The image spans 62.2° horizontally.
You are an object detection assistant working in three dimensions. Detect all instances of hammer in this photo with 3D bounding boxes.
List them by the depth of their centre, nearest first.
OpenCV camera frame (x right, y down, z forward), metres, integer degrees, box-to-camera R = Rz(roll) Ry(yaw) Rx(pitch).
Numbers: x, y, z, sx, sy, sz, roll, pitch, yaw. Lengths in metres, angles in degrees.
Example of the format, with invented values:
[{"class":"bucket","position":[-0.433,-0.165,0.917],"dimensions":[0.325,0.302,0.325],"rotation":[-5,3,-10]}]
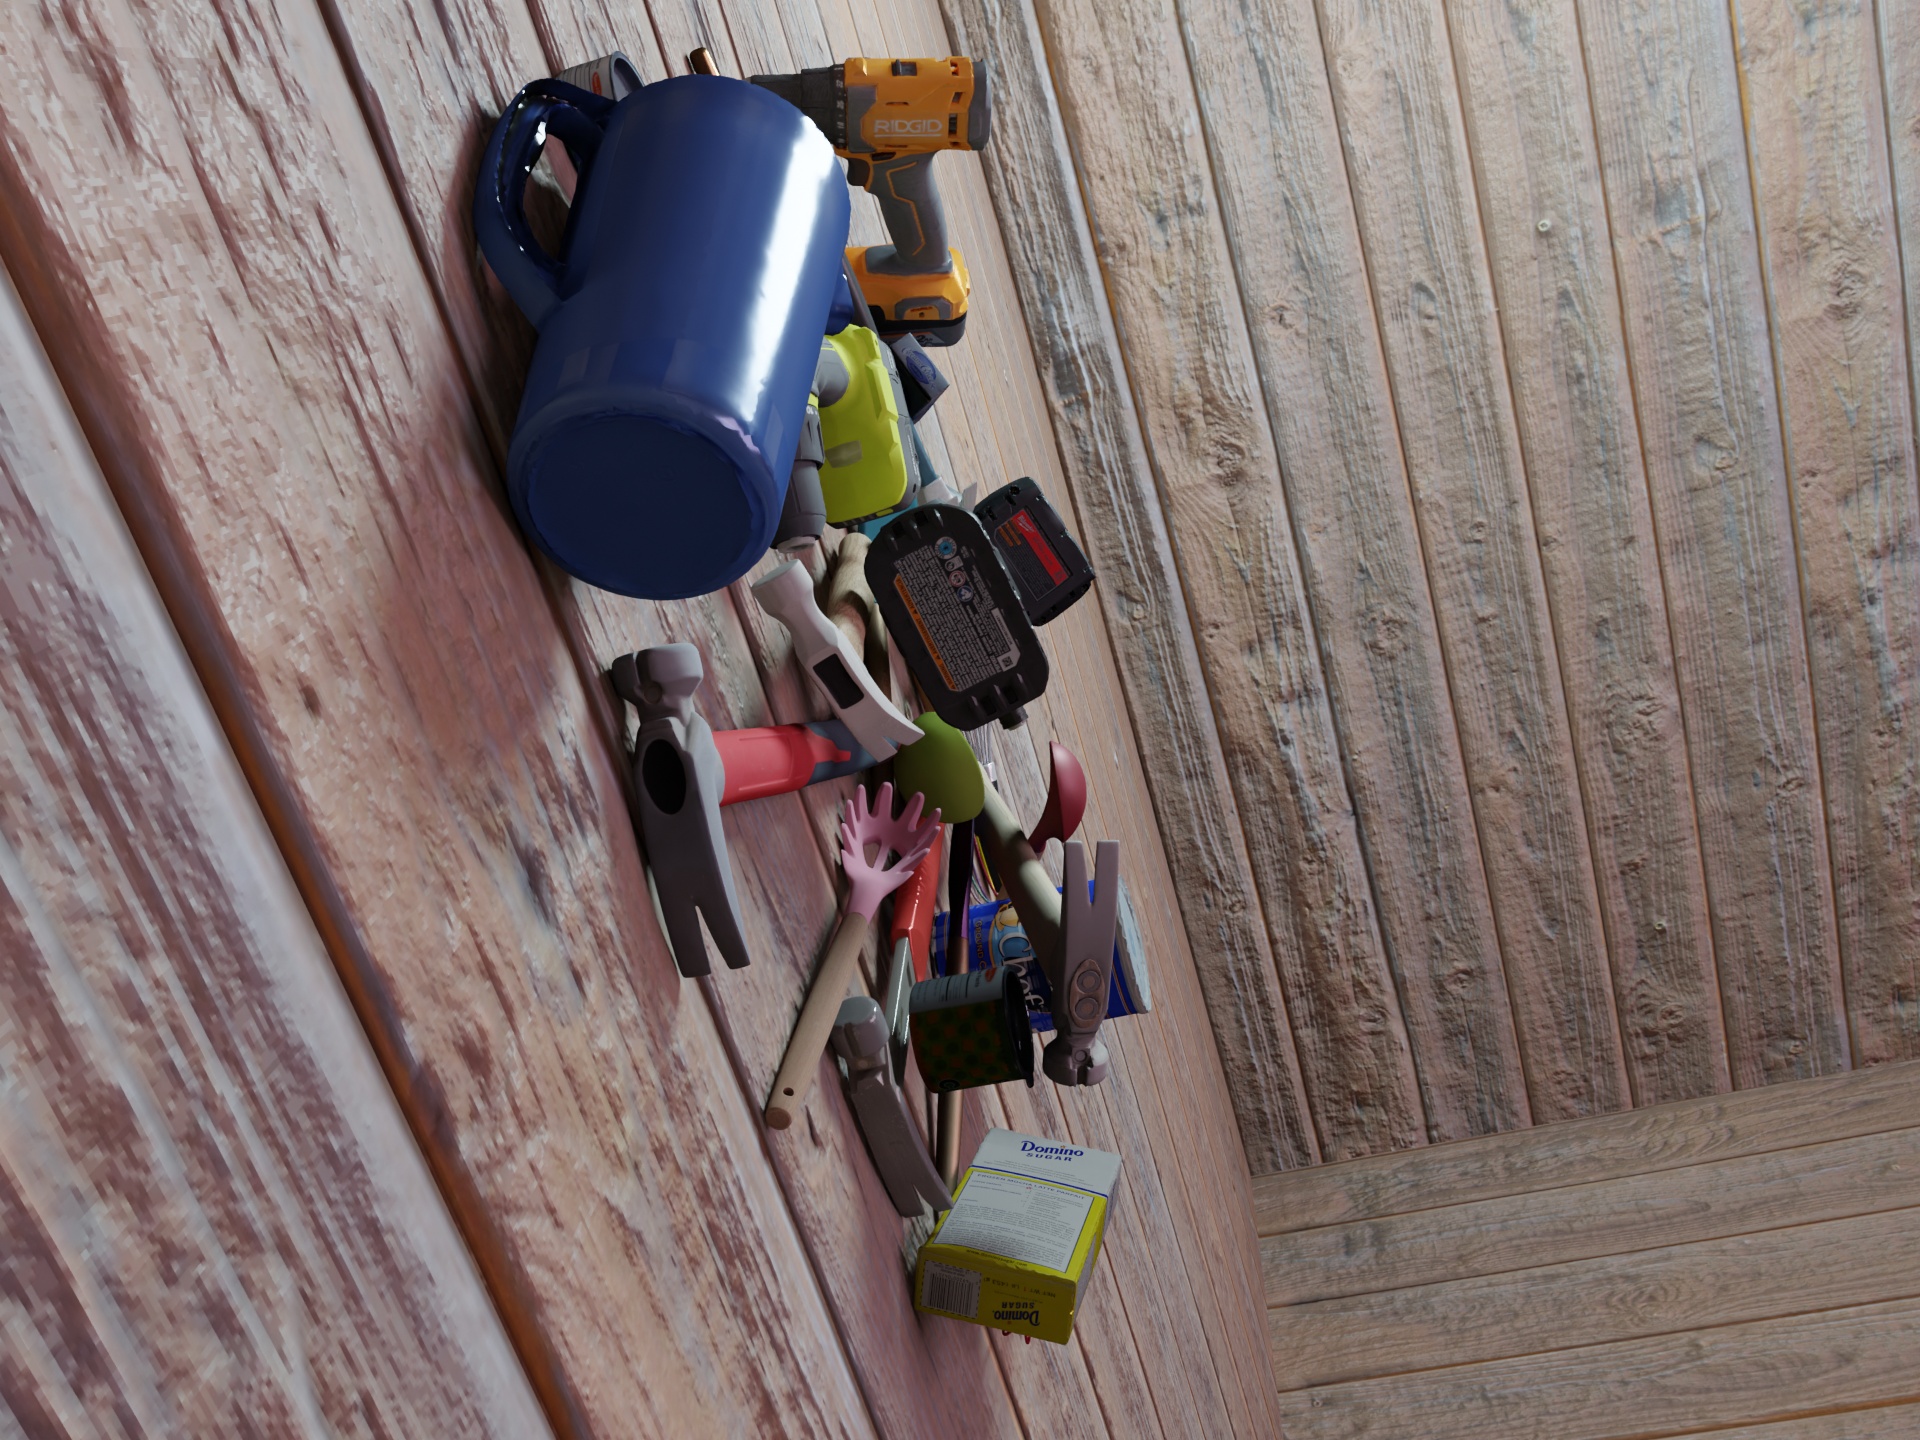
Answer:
[{"class":"hammer","position":[-0.087,0.034,0.859],"dimensions":[0.386,0.038,0.143],"rotation":[-7,85,-79]},{"class":"hammer","position":[-0.068,-0.068,0.990],"dimensions":[0.130,0.031,0.331],"rotation":[59,8,-15]},{"class":"hammer","position":[-0.029,0.142,1.034],"dimensions":[0.359,0.037,0.149],"rotation":[-83,157,-61]},{"class":"hammer","position":[0.039,0.089,1.089],"dimensions":[0.411,0.038,0.146],"rotation":[-123,-146,-72]},{"class":"hammer","position":[-0.070,-0.277,1.214],"dimensions":[0.128,0.033,0.330],"rotation":[36,-22,47]}]

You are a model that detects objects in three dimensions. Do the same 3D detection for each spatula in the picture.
[{"class":"spatula","position":[-0.003,0.175,1.091],"dimensions":[0.059,0.018,0.316],"rotation":[116,-19,-51]},{"class":"spatula","position":[-0.051,-0.063,1.151],"dimensions":[0.082,0.044,0.318],"rotation":[72,11,-54]}]

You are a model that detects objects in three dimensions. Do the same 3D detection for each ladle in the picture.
[{"class":"ladle","position":[-0.002,-0.004,1.180],"dimensions":[0.320,0.062,0.078],"rotation":[-72,146,-72]},{"class":"ladle","position":[0.051,0.105,1.197],"dimensions":[0.315,0.031,0.069],"rotation":[110,-22,-60]}]

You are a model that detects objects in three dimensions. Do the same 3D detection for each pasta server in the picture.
[{"class":"pasta server","position":[-0.062,0.120,0.883],"dimensions":[0.316,0.060,0.040],"rotation":[-70,177,-66]}]

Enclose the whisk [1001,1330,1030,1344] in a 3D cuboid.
[{"class":"whisk","position":[0.051,0.374,1.117],"dimensions":[0.295,0.073,0.073],"rotation":[53,25,-81]}]

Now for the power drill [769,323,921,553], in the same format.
[{"class":"power drill","position":[-0.096,-0.189,0.989],"dimensions":[0.228,0.080,0.190],"rotation":[4,71,-76]}]

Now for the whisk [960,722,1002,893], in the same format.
[{"class":"whisk","position":[0.013,0.014,1.378],"dimensions":[0.070,0.070,0.284],"rotation":[-51,133,-77]}]

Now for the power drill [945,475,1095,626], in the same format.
[{"class":"power drill","position":[0.026,-0.156,1.414],"dimensions":[0.143,0.078,0.220],"rotation":[55,-8,-15]}]

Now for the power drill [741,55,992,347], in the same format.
[{"class":"power drill","position":[-0.074,-0.392,1.202],"dimensions":[0.226,0.185,0.084],"rotation":[94,-8,-53]}]

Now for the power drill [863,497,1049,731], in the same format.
[{"class":"power drill","position":[0.002,-0.065,1.053],"dimensions":[0.171,0.080,0.223],"rotation":[63,3,-4]}]

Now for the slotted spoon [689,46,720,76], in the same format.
[{"class":"slotted spoon","position":[-0.124,-0.327,1.144],"dimensions":[0.070,0.031,0.313],"rotation":[-119,-176,-55]}]

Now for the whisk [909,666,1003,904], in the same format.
[{"class":"whisk","position":[0.005,0.054,1.309],"dimensions":[0.047,0.051,0.245],"rotation":[-54,127,-69]}]
